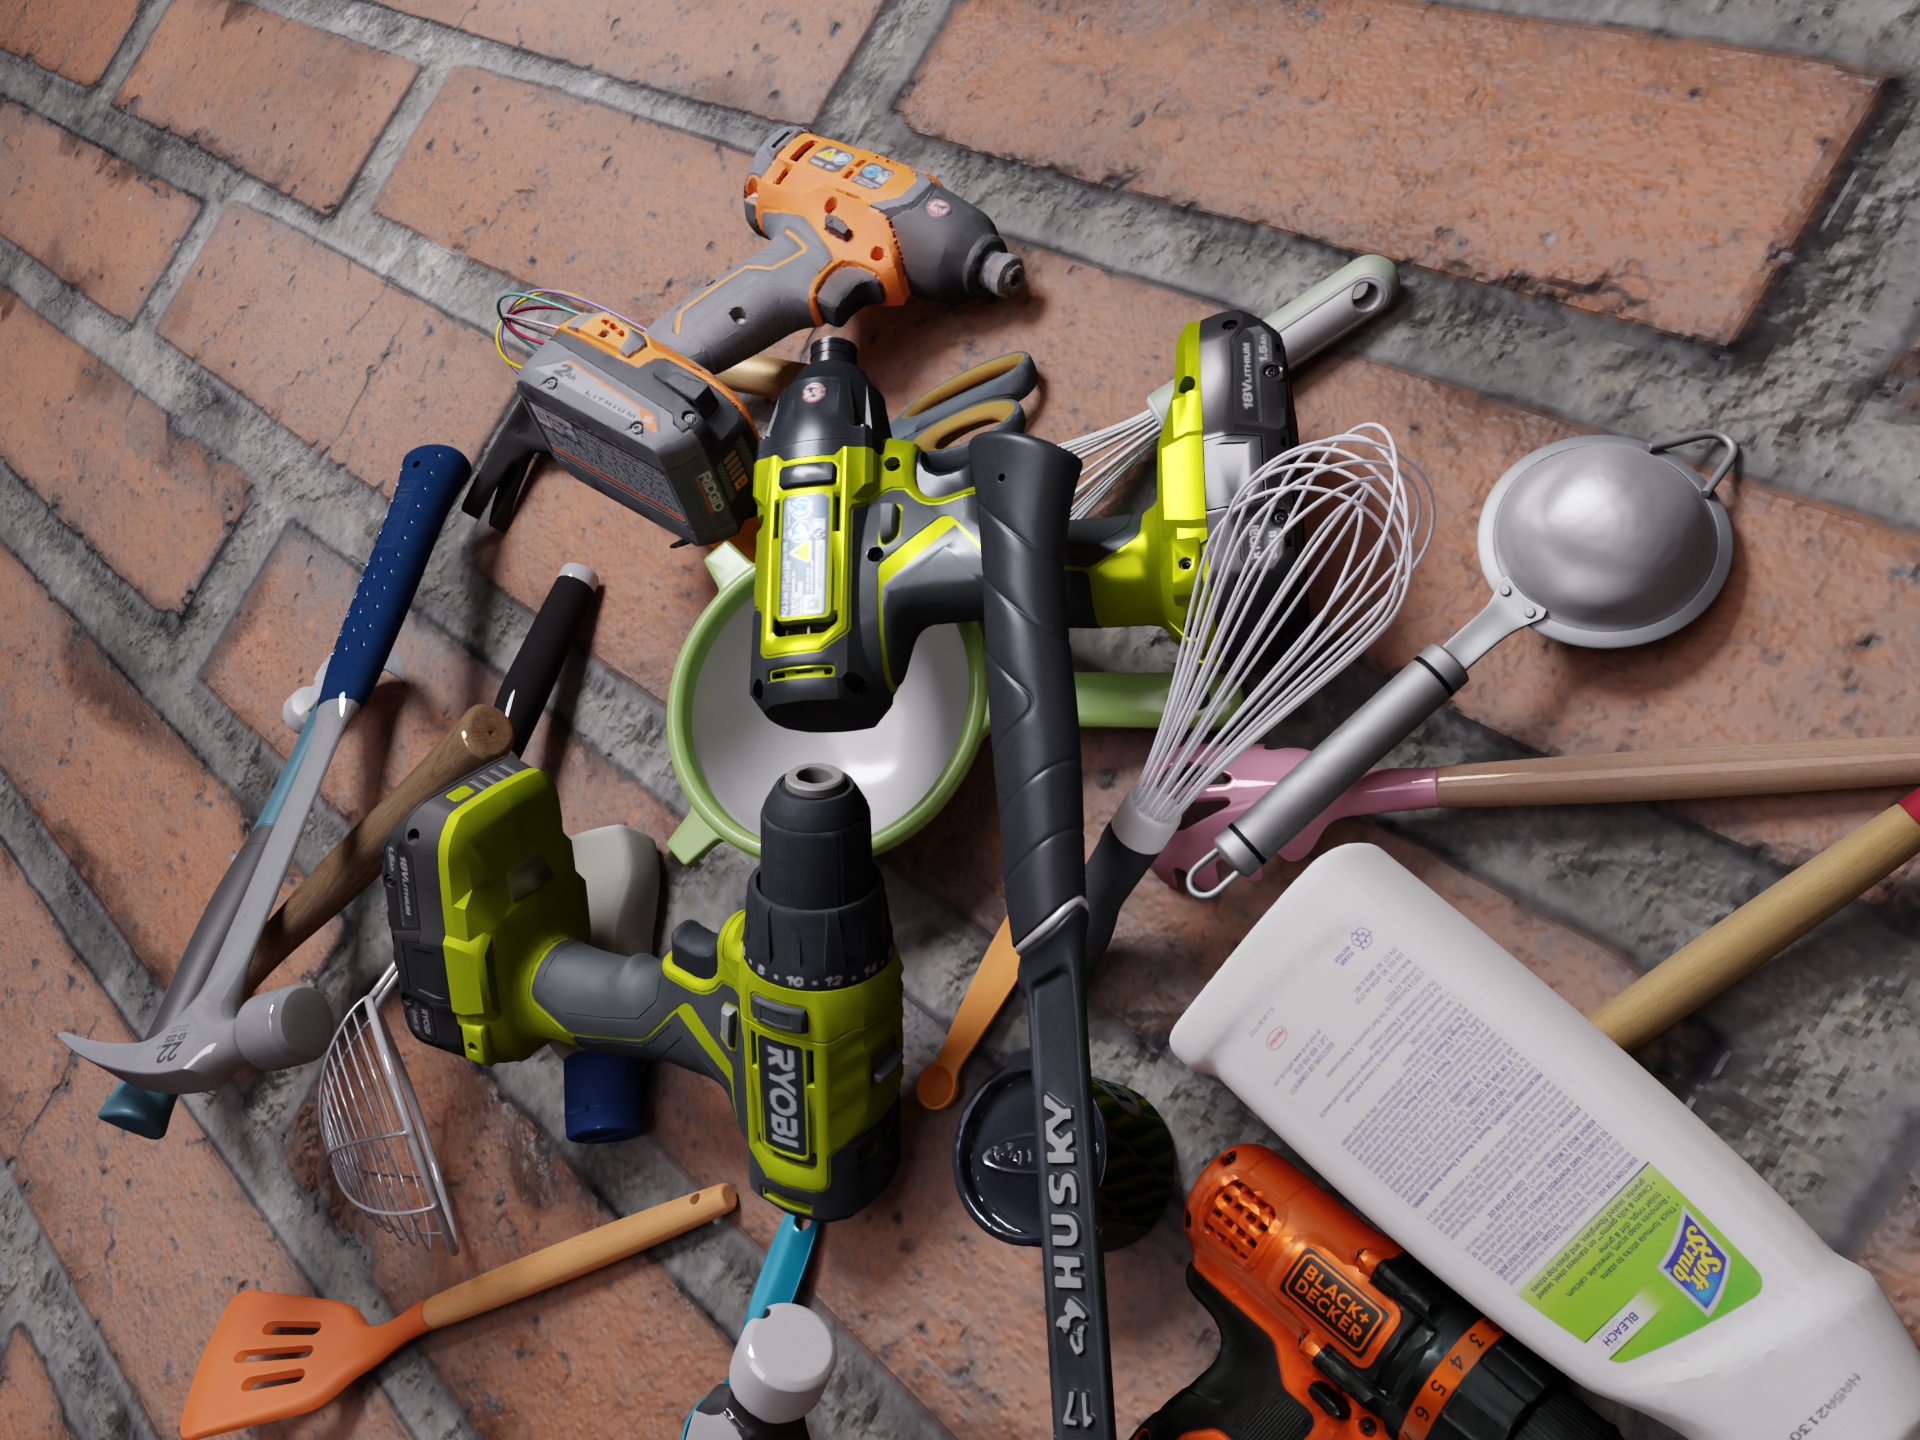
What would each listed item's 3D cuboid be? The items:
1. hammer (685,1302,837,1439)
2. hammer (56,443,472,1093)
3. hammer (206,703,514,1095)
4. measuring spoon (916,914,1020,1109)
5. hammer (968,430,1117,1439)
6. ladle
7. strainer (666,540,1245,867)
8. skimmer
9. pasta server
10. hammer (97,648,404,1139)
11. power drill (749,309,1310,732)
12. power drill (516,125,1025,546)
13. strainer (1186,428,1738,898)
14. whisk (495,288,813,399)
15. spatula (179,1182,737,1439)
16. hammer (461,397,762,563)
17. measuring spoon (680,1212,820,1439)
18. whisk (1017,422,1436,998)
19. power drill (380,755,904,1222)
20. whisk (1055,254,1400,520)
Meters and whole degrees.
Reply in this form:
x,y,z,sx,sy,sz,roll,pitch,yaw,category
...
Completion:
x,y,z,sx,sy,sz,roll,pitch,yaw,category
0.034,0.338,0.486,0.335,0.035,0.146,37,125,23,hammer
-0.326,0.004,0.812,0.144,0.035,0.406,-16,45,22,hammer
-0.338,0.094,0.841,0.331,0.031,0.130,-38,32,30,hammer
0.016,0.113,0.675,0.021,0.011,0.117,26,84,39,measuring spoon
0.029,0.092,0.546,0.149,0.036,0.409,-14,73,36,hammer
0.277,0.049,0.498,0.315,0.031,0.069,-43,77,20,ladle
-0.001,-0.002,0.707,0.256,0.069,0.151,0,75,16,strainer
-0.232,0.081,0.819,0.090,0.127,0.363,18,63,-3,skimmer
0.203,0.024,0.573,0.316,0.040,0.060,-5,69,28,pasta server
-0.377,0.075,0.854,0.128,0.033,0.331,-36,33,34,hammer
0.024,-0.090,0.650,0.223,0.080,0.171,-4,73,15,power drill
-0.085,-0.194,0.782,0.164,0.084,0.226,29,66,27,power drill
0.179,-0.023,0.569,0.258,0.050,0.087,-43,64,4,strainer
-0.158,-0.202,0.870,0.245,0.051,0.047,15,48,23,whisk
-0.242,0.274,0.763,0.322,0.041,0.081,-27,34,21,spatula
-0.149,-0.112,0.859,0.337,0.034,0.127,30,89,38,hammer
-0.080,0.264,0.678,0.042,0.021,0.129,7,67,32,measuring spoon
0.081,0.013,0.576,0.070,0.070,0.284,59,138,34,whisk
-0.127,0.091,0.663,0.228,0.080,0.190,12,117,24,power drill
0.083,-0.128,0.702,0.246,0.057,0.059,-32,27,15,whisk
